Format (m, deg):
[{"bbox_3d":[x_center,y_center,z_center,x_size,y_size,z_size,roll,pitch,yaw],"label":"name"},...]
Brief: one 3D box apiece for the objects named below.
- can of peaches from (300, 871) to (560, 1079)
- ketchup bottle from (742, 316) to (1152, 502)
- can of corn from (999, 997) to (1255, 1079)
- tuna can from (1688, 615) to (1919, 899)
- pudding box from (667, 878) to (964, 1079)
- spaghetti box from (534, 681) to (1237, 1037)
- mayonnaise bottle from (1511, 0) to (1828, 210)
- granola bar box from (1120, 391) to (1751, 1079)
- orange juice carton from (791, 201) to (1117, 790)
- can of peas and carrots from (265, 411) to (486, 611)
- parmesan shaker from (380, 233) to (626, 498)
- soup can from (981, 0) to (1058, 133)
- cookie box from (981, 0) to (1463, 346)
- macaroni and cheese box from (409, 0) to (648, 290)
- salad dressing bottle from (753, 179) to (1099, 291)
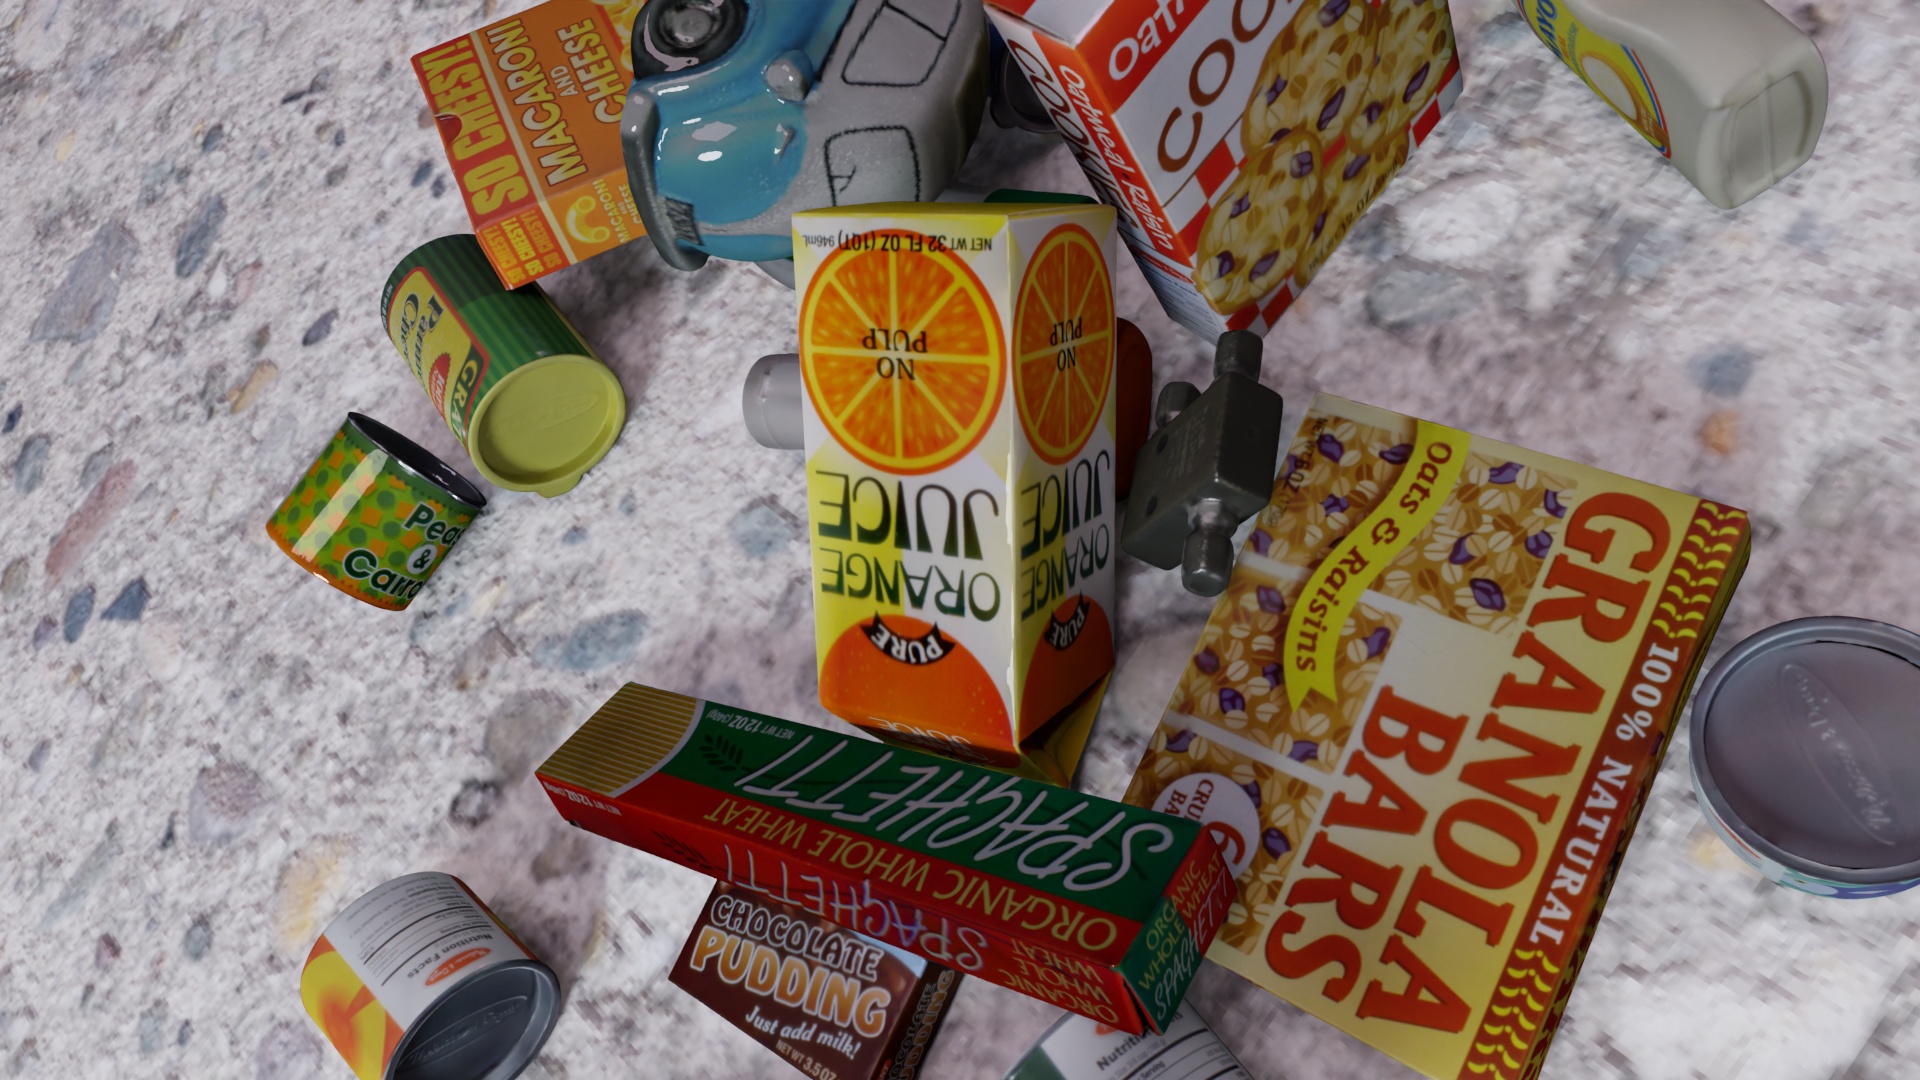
[{"bbox_3d":[-0.184,0.159,0.482,0.058,0.071,0.071,30,84,32],"label":"can of peaches"},{"bbox_3d":[-0.009,-0.048,0.496,0.149,0.043,0.065,5,78,28],"label":"ketchup bottle"},{"bbox_3d":[0.048,0.160,0.369,0.071,0.071,0.058,-46,58,3],"label":"can of corn"},{"bbox_3d":[0.221,0.054,0.347,0.071,0.032,0.071,-10,65,22],"label":"tuna can"},{"bbox_3d":[-0.046,0.138,0.444,0.084,0.030,0.050,21,79,31],"label":"pudding box"},{"bbox_3d":[-0.037,0.087,0.423,0.250,0.028,0.050,6,42,40],"label":"spaghetti box"},{"bbox_3d":[0.203,-0.170,0.436,0.041,0.064,0.149,-36,54,14],"label":"mayonnaise bottle"},{"bbox_3d":[0.126,0.052,0.390,0.124,0.039,0.166,21,79,33],"label":"granola bar box"},{"bbox_3d":[0.002,-0.005,0.428,0.072,0.073,0.192,7,108,29],"label":"orange juice carton"},{"bbox_3d":[-0.242,-0.010,0.582,0.071,0.071,0.059,35,88,33],"label":"can of peas and carrots"},{"bbox_3d":[-0.195,-0.074,0.588,0.071,0.071,0.103,-46,57,2],"label":"parmesan shaker"},{"bbox_3d":[0.019,-0.206,0.536,0.071,0.071,0.084,-41,57,5],"label":"soup can"},{"bbox_3d":[0.088,-0.148,0.418,0.040,0.167,0.123,39,89,33],"label":"cookie box"},{"bbox_3d":[-0.137,-0.190,0.591,0.167,0.040,0.124,-25,58,-8],"label":"macaroni and cheese box"},{"bbox_3d":[-0.017,-0.119,0.530,0.148,0.044,0.064,13,78,30],"label":"salad dressing bottle"}]
